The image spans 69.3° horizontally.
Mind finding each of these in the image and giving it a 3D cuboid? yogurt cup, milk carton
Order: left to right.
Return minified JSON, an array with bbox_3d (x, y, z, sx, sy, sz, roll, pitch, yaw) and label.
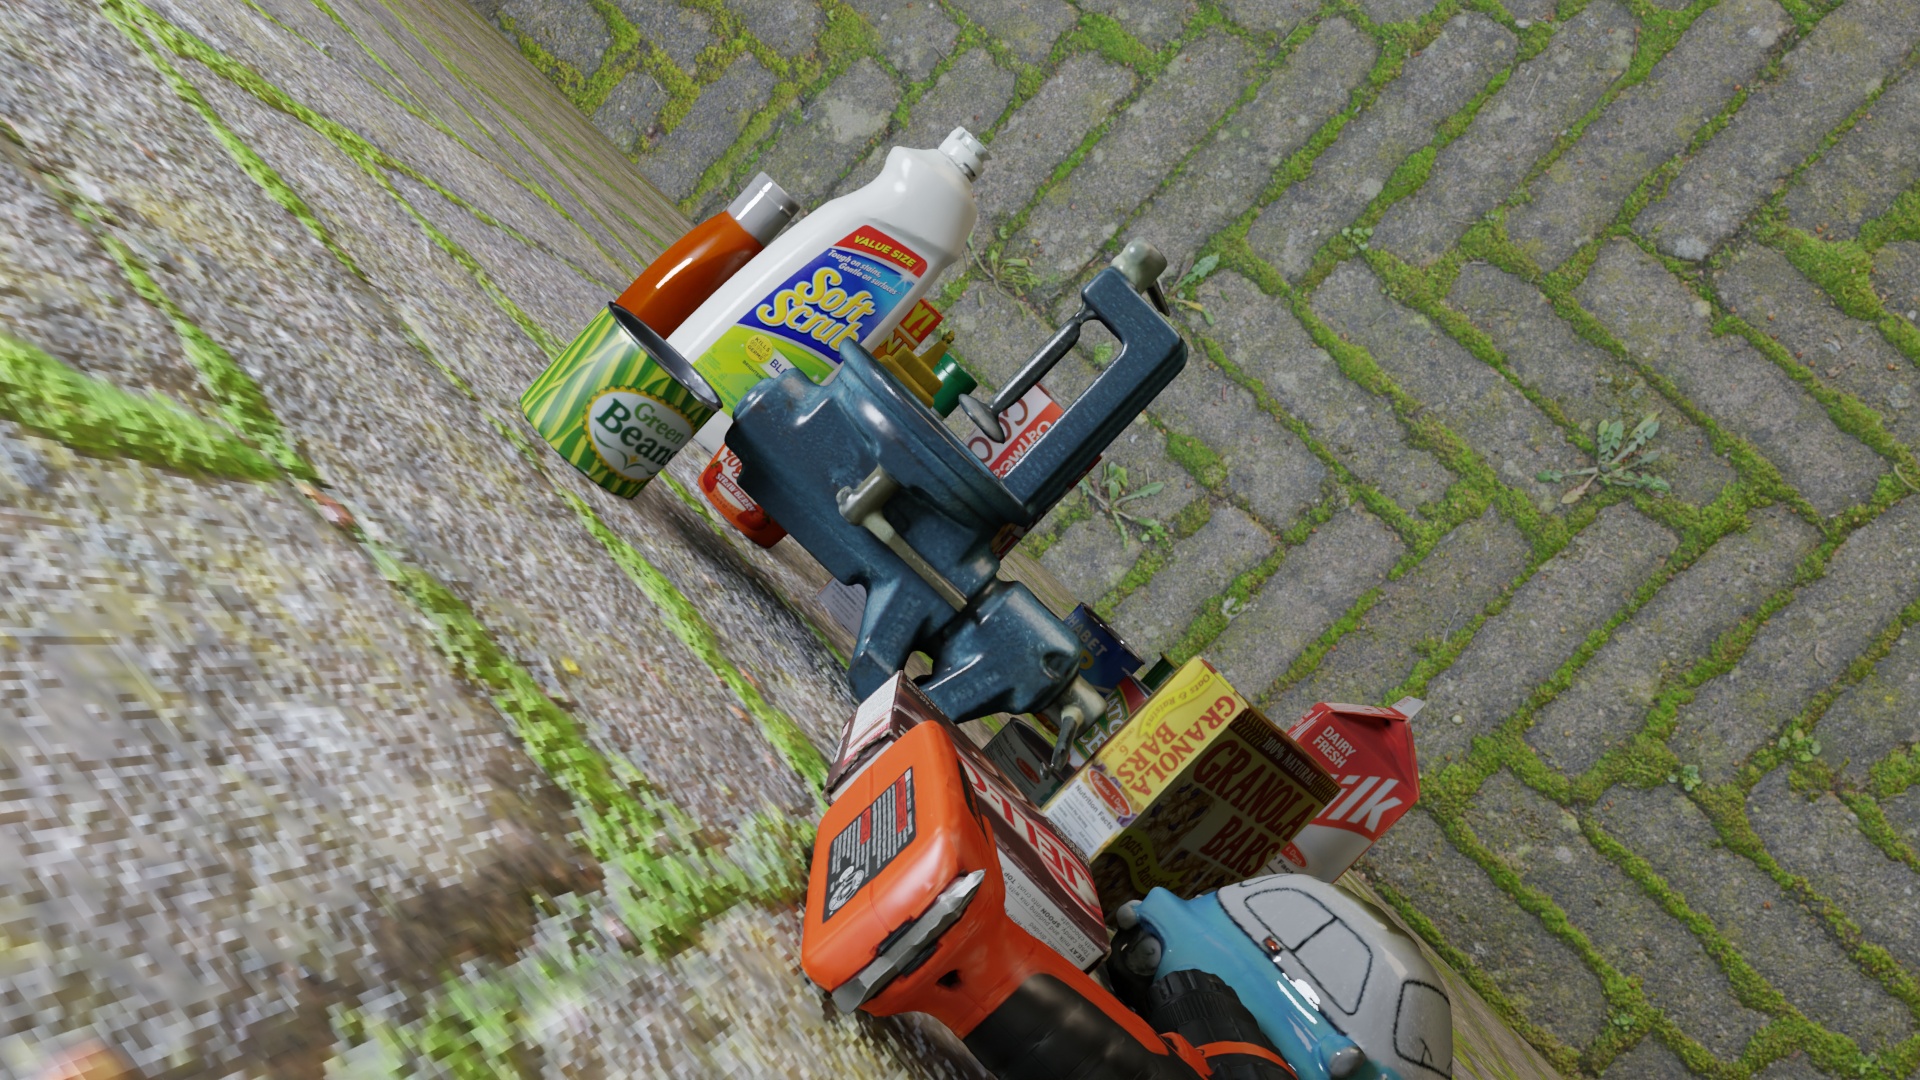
[{"bbox_3d":[-0.105,-0.033,0.752,0.072,0.054,0.072,44,4,-4],"label":"yogurt cup"},{"bbox_3d":[0.206,0.162,0.834,0.073,0.190,0.072,45,4,8],"label":"milk carton"}]

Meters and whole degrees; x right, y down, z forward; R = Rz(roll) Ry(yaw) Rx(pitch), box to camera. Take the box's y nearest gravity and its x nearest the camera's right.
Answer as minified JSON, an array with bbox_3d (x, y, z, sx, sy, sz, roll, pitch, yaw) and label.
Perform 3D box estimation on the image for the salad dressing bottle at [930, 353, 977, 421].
[{"bbox_3d":[-0.050,-0.080,1.076,0.044,0.147,0.064,42,4,-26],"label":"salad dressing bottle"}]

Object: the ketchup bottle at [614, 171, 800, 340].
[{"bbox_3d":[-0.173,-0.187,0.956,0.044,0.148,0.064,47,5,34],"label":"ketchup bottle"}]

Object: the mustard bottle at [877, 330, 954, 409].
[{"bbox_3d":[-0.060,-0.086,0.960,0.049,0.160,0.065,47,5,38],"label":"mustard bottle"}]

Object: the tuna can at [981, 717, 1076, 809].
[{"bbox_3d":[0.040,0.126,0.710,0.071,0.033,0.071,44,4,-4],"label":"tuna can"}]

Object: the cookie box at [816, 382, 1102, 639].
[{"bbox_3d":[0.004,-0.012,0.799,0.040,0.167,0.123,45,4,13],"label":"cookie box"}]

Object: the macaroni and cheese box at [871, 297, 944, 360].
[{"bbox_3d":[-0.114,-0.155,1.072,0.123,0.166,0.040,43,4,-21],"label":"macaroni and cheese box"}]

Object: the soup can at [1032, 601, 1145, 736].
[{"bbox_3d":[0.084,0.097,1.040,0.071,0.083,0.071,44,4,-4],"label":"soup can"}]

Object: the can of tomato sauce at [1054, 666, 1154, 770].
[{"bbox_3d":[0.094,0.130,0.828,0.071,0.083,0.071,44,4,-4],"label":"can of tomato sauce"}]

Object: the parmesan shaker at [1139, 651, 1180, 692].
[{"bbox_3d":[0.121,0.132,0.915,0.071,0.103,0.071,44,4,-4],"label":"parmesan shaker"}]

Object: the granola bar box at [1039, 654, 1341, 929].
[{"bbox_3d":[0.109,0.133,0.672,0.039,0.124,0.165,47,5,36],"label":"granola bar box"}]

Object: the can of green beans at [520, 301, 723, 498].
[{"bbox_3d":[-0.147,-0.060,0.604,0.071,0.058,0.071,44,4,-4],"label":"can of green beans"}]
